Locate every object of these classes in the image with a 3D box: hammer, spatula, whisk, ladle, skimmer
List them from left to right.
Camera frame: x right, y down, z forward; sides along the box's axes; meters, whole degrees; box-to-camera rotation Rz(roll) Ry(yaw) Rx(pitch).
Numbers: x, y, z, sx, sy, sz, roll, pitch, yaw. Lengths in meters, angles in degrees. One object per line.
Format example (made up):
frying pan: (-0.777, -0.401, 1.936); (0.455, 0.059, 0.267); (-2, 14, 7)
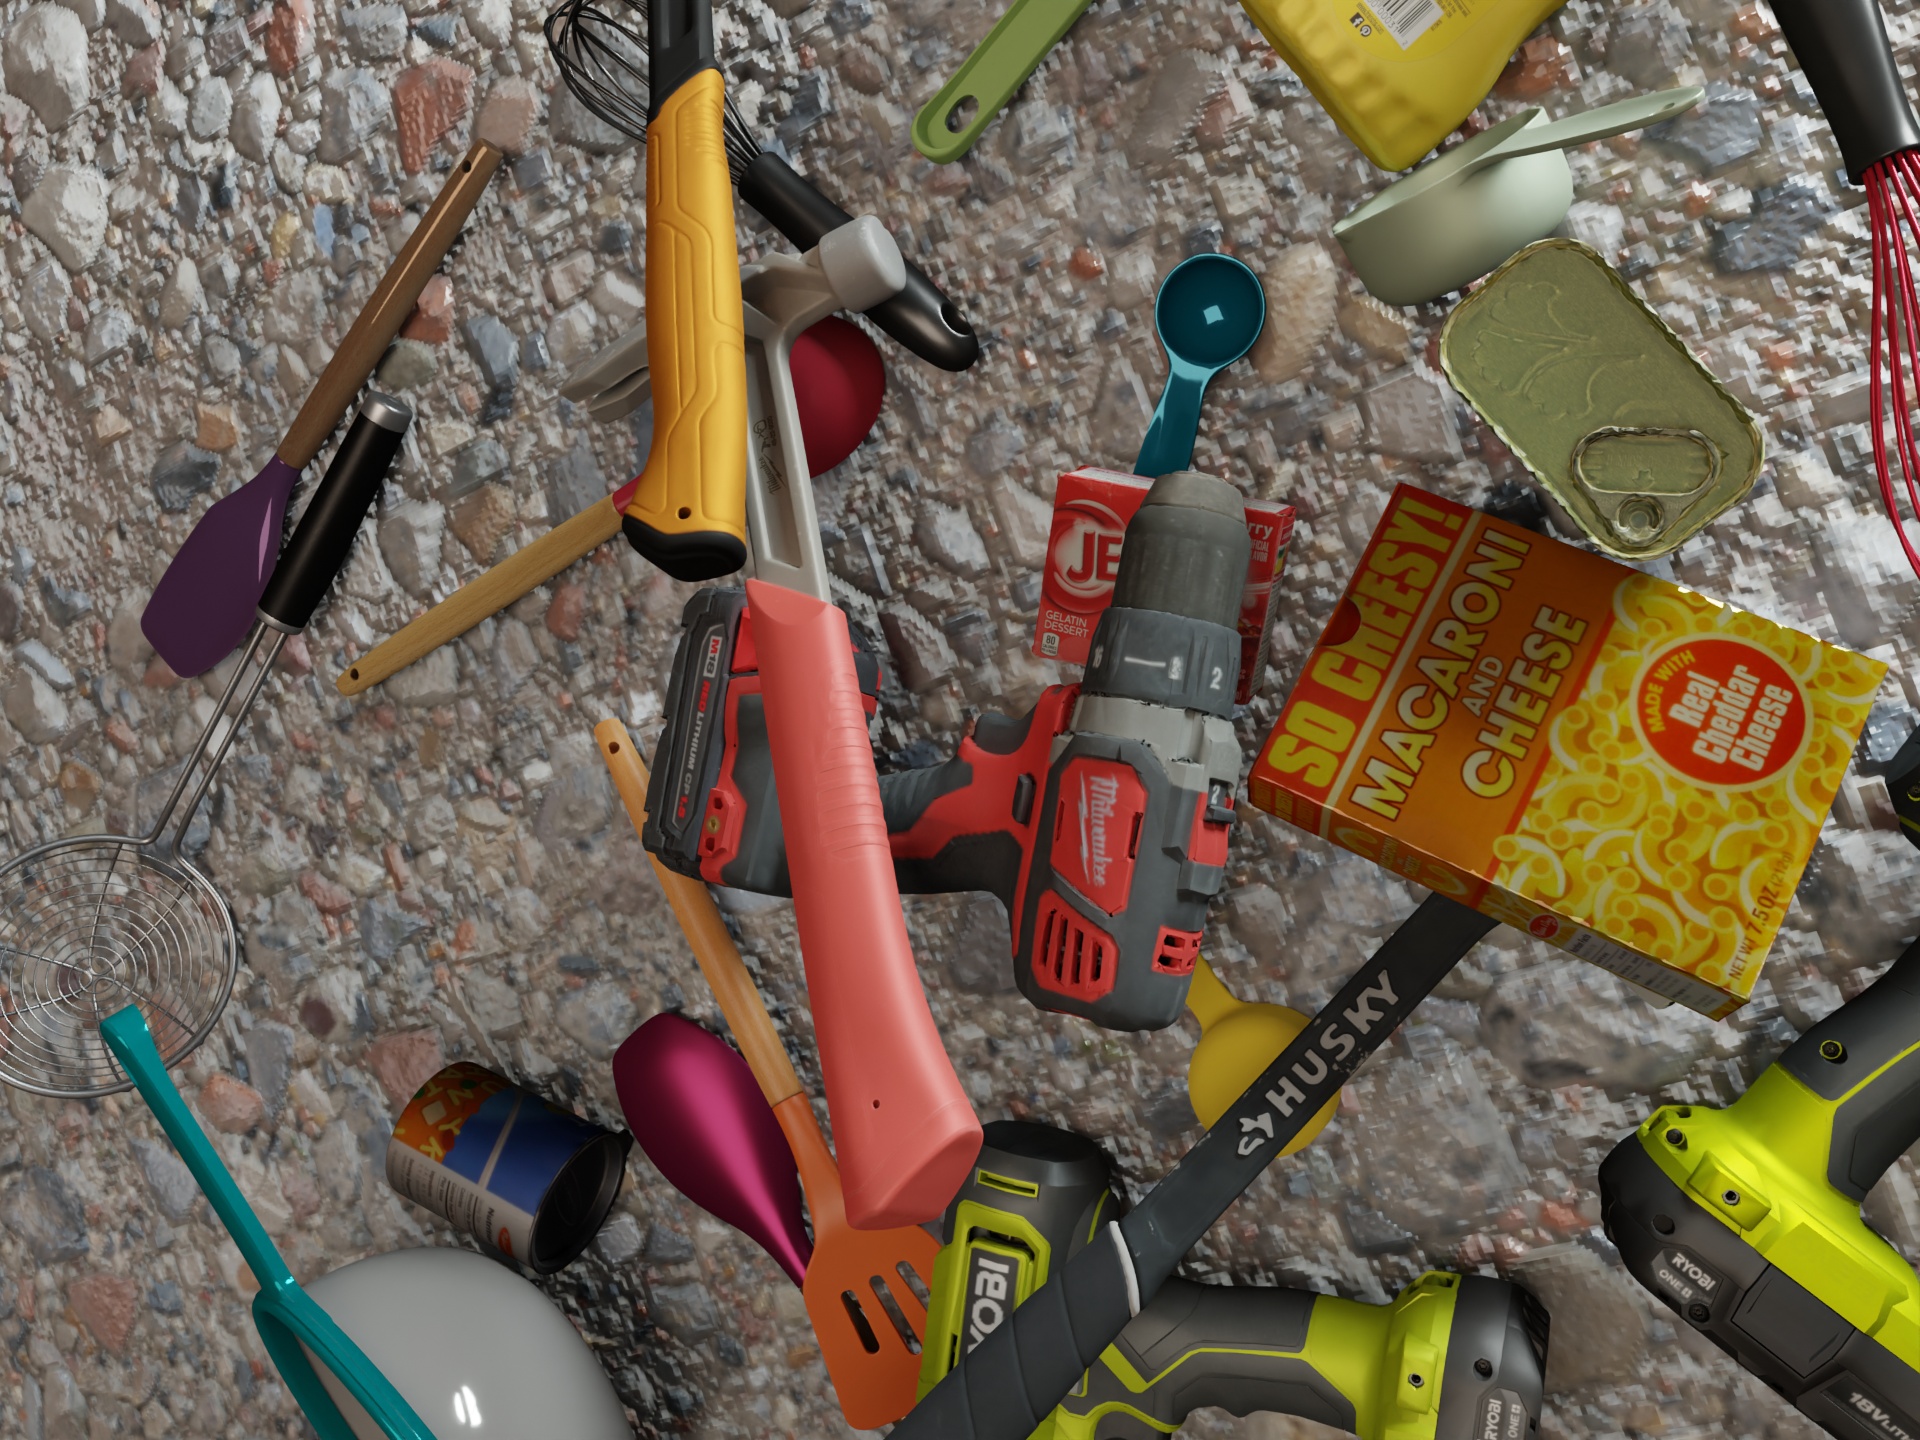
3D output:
skimmer: (-0.355, 0.011, 0.752); (0.127, 0.090, 0.363); (29, 103, -16)
spatula: (-0.306, -0.143, 0.760); (0.060, 0.018, 0.316); (45, 109, 12)
ladle: (-0.169, -0.084, 0.707); (0.315, 0.031, 0.069); (-28, 84, 23)
hammer: (-0.094, -0.212, 0.594); (0.127, 0.034, 0.337); (-6, 72, 6)
whisk: (-0.081, -0.223, 0.654); (0.239, 0.055, 0.055); (43, 107, 9)
spatula: (-0.083, 0.141, 0.683); (0.081, 0.041, 0.323); (-29, 76, 0)
hammer: (-0.060, -0.007, 0.551); (0.149, 0.036, 0.359); (-23, 62, 21)
hammer: (0.067, 0.171, 0.550); (0.409, 0.036, 0.149); (-45, 69, -3)
whisk: (0.300, -0.158, 0.501); (0.073, 0.073, 0.296); (-19, 80, 22)

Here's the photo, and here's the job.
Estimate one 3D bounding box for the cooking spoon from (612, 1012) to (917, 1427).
cooking spoon: (-0.048, 0.260, 0.683); (0.068, 0.017, 0.319); (-43, 78, 15)

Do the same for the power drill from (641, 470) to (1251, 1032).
power drill: (-0.001, -0.002, 0.584); (0.227, 0.080, 0.188); (10, 88, 35)

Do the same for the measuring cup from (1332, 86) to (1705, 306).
measuring cup: (0.179, -0.163, 0.496); (0.083, 0.168, 0.038); (-34, 106, -6)

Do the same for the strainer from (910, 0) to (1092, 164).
strainer: (0.062, -0.313, 0.576); (0.256, 0.069, 0.151); (-46, 77, 16)

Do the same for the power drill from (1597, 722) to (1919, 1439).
power drill: (0.327, 0.119, 0.496); (0.171, 0.080, 0.223); (38, 103, 16)

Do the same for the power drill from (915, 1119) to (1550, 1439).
power drill: (0.090, 0.268, 0.593); (0.228, 0.080, 0.190); (8, 91, 22)

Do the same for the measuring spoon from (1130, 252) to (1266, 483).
measuring spoon: (0.085, -0.114, 0.612); (0.042, 0.021, 0.128); (22, 110, 18)

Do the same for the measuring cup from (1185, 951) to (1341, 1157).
measuring cup: (0.085, 0.100, 0.613); (0.062, 0.029, 0.156); (-41, 80, 19)

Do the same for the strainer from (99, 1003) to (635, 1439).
strainer: (-0.233, 0.248, 0.677); (0.211, 0.095, 0.340); (-14, 106, 52)
